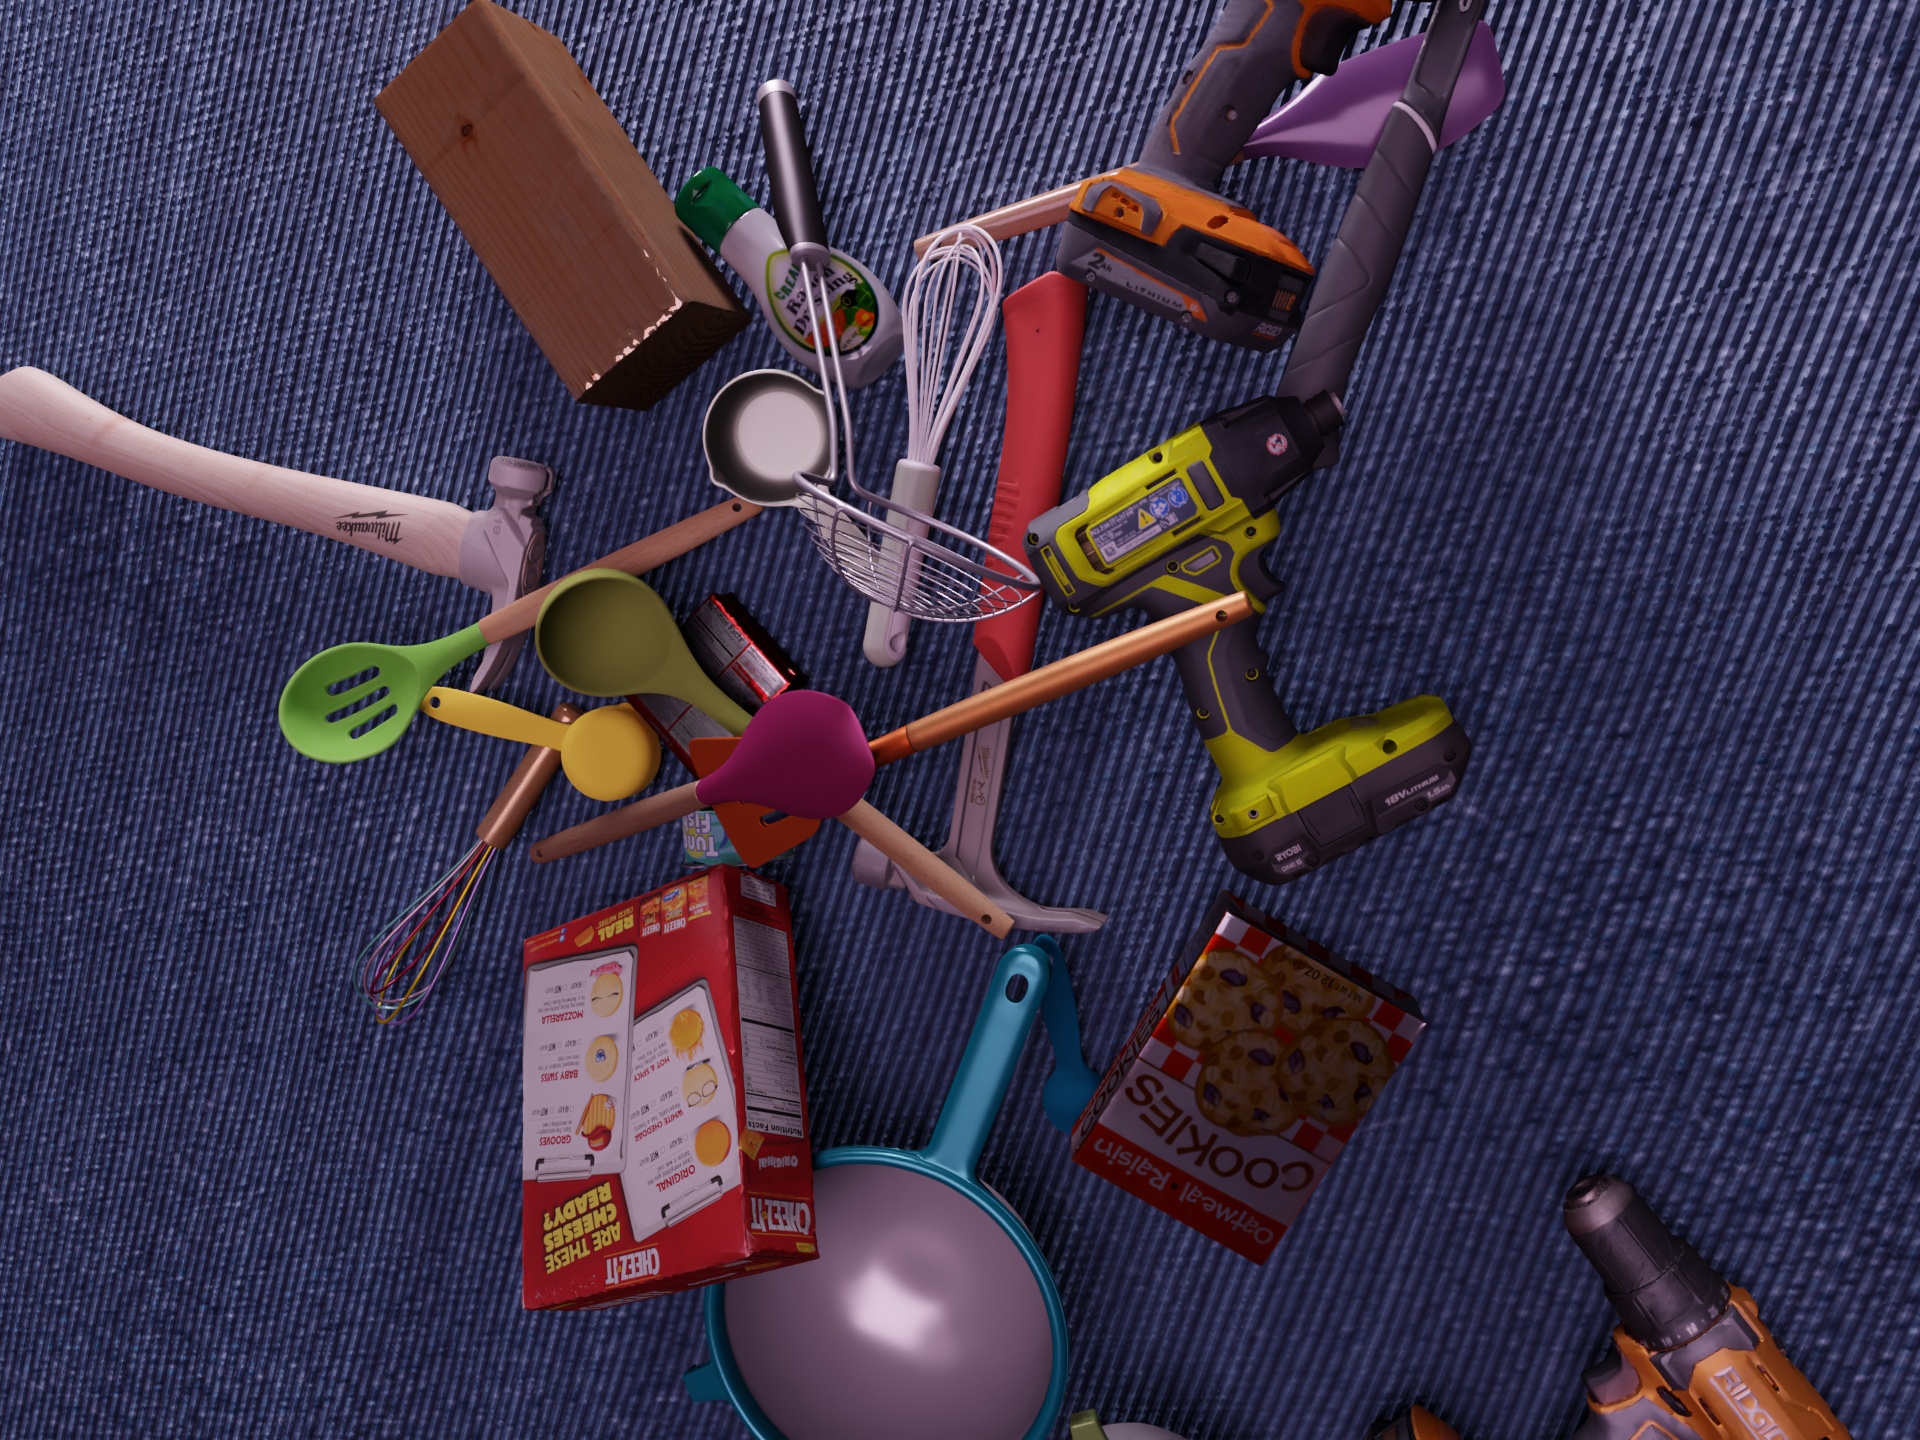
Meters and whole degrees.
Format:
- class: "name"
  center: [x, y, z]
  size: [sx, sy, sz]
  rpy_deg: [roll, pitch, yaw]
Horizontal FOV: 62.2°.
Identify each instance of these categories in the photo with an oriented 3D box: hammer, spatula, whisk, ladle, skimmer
- class: "hammer"
  center: [-0.452, -0.139, 1.013]
  size: [0.411, 0.038, 0.146]
  rpy_deg: [17, 102, 14]
- class: "hammer"
  center: [0.037, -0.063, 0.884]
  size: [0.149, 0.036, 0.359]
  rpy_deg: [12, 100, 14]
- class: "spatula"
  center: [-0.001, -0.003, 0.822]
  size: [0.322, 0.041, 0.081]
  rpy_deg: [-22, 100, 18]
- class: "spatula"
  center: [0.124, -0.294, 0.843]
  size: [0.316, 0.018, 0.060]
  rpy_deg: [-13, 96, 16]
- class: "hammer"
  center: [0.228, -0.316, 0.788]
  size: [0.149, 0.036, 0.409]
  rpy_deg: [20, 105, 6]
- class: "whisk"
  center: [-0.307, 0.089, 0.997]
  size: [0.051, 0.047, 0.245]
  rpy_deg: [34, 100, -3]
- class: "ladle"
  center: [-0.103, 0.024, 0.890]
  size: [0.320, 0.062, 0.078]
  rpy_deg: [37, 109, 7]
- class: "skimmer"
  center: [-0.048, -0.205, 0.808]
  size: [0.090, 0.127, 0.364]
  rpy_deg: [-31, 60, 36]
- class: "whisk"
  center: [-0.020, -0.148, 0.877]
  size: [0.059, 0.057, 0.246]
  rpy_deg: [21, 105, 35]

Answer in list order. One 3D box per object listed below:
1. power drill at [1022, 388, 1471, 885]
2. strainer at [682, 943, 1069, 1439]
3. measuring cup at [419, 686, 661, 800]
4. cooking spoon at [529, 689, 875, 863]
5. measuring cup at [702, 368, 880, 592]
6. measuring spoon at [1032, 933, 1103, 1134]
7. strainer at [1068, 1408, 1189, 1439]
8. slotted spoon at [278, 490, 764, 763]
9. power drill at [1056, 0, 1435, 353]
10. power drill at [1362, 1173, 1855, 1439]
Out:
- class: "power drill"
  center: [0.158, -0.045, 0.815]
  size: [0.171, 0.080, 0.223]
  rpy_deg: [-30, 95, 14]
- class: "strainer"
  center: [-0.012, 0.274, 0.906]
  size: [0.211, 0.095, 0.340]
  rpy_deg: [23, 100, 11]
- class: "measuring cup"
  center: [-0.257, 0.007, 0.950]
  size: [0.156, 0.029, 0.062]
  rpy_deg: [15, 96, 2]
- class: "cooking spoon"
  center: [-0.156, 0.046, 0.887]
  size: [0.319, 0.017, 0.069]
  rpy_deg: [-19, 95, 44]
- class: "measuring cup"
  center: [-0.079, -0.127, 0.915]
  size: [0.083, 0.038, 0.167]
  rpy_deg: [-35, 103, 11]
- class: "measuring spoon"
  center: [0.057, 0.182, 0.898]
  size: [0.042, 0.021, 0.128]
  rpy_deg: [-8, 108, 16]
- class: "strainer"
  center: [0.071, 0.498, 0.919]
  size: [0.151, 0.069, 0.256]
  rpy_deg: [29, 107, -7]
- class: "slotted spoon"
  center: [-0.257, -0.061, 0.941]
  size: [0.314, 0.031, 0.070]
  rpy_deg: [-26, 86, 4]
- class: "power drill"
  center: [0.153, -0.298, 0.760]
  size: [0.164, 0.084, 0.226]
  rpy_deg: [32, 112, 28]
- class: "power drill"
  center: [0.317, 0.363, 0.833]
  size: [0.226, 0.084, 0.185]
  rpy_deg: [-38, 85, 12]
